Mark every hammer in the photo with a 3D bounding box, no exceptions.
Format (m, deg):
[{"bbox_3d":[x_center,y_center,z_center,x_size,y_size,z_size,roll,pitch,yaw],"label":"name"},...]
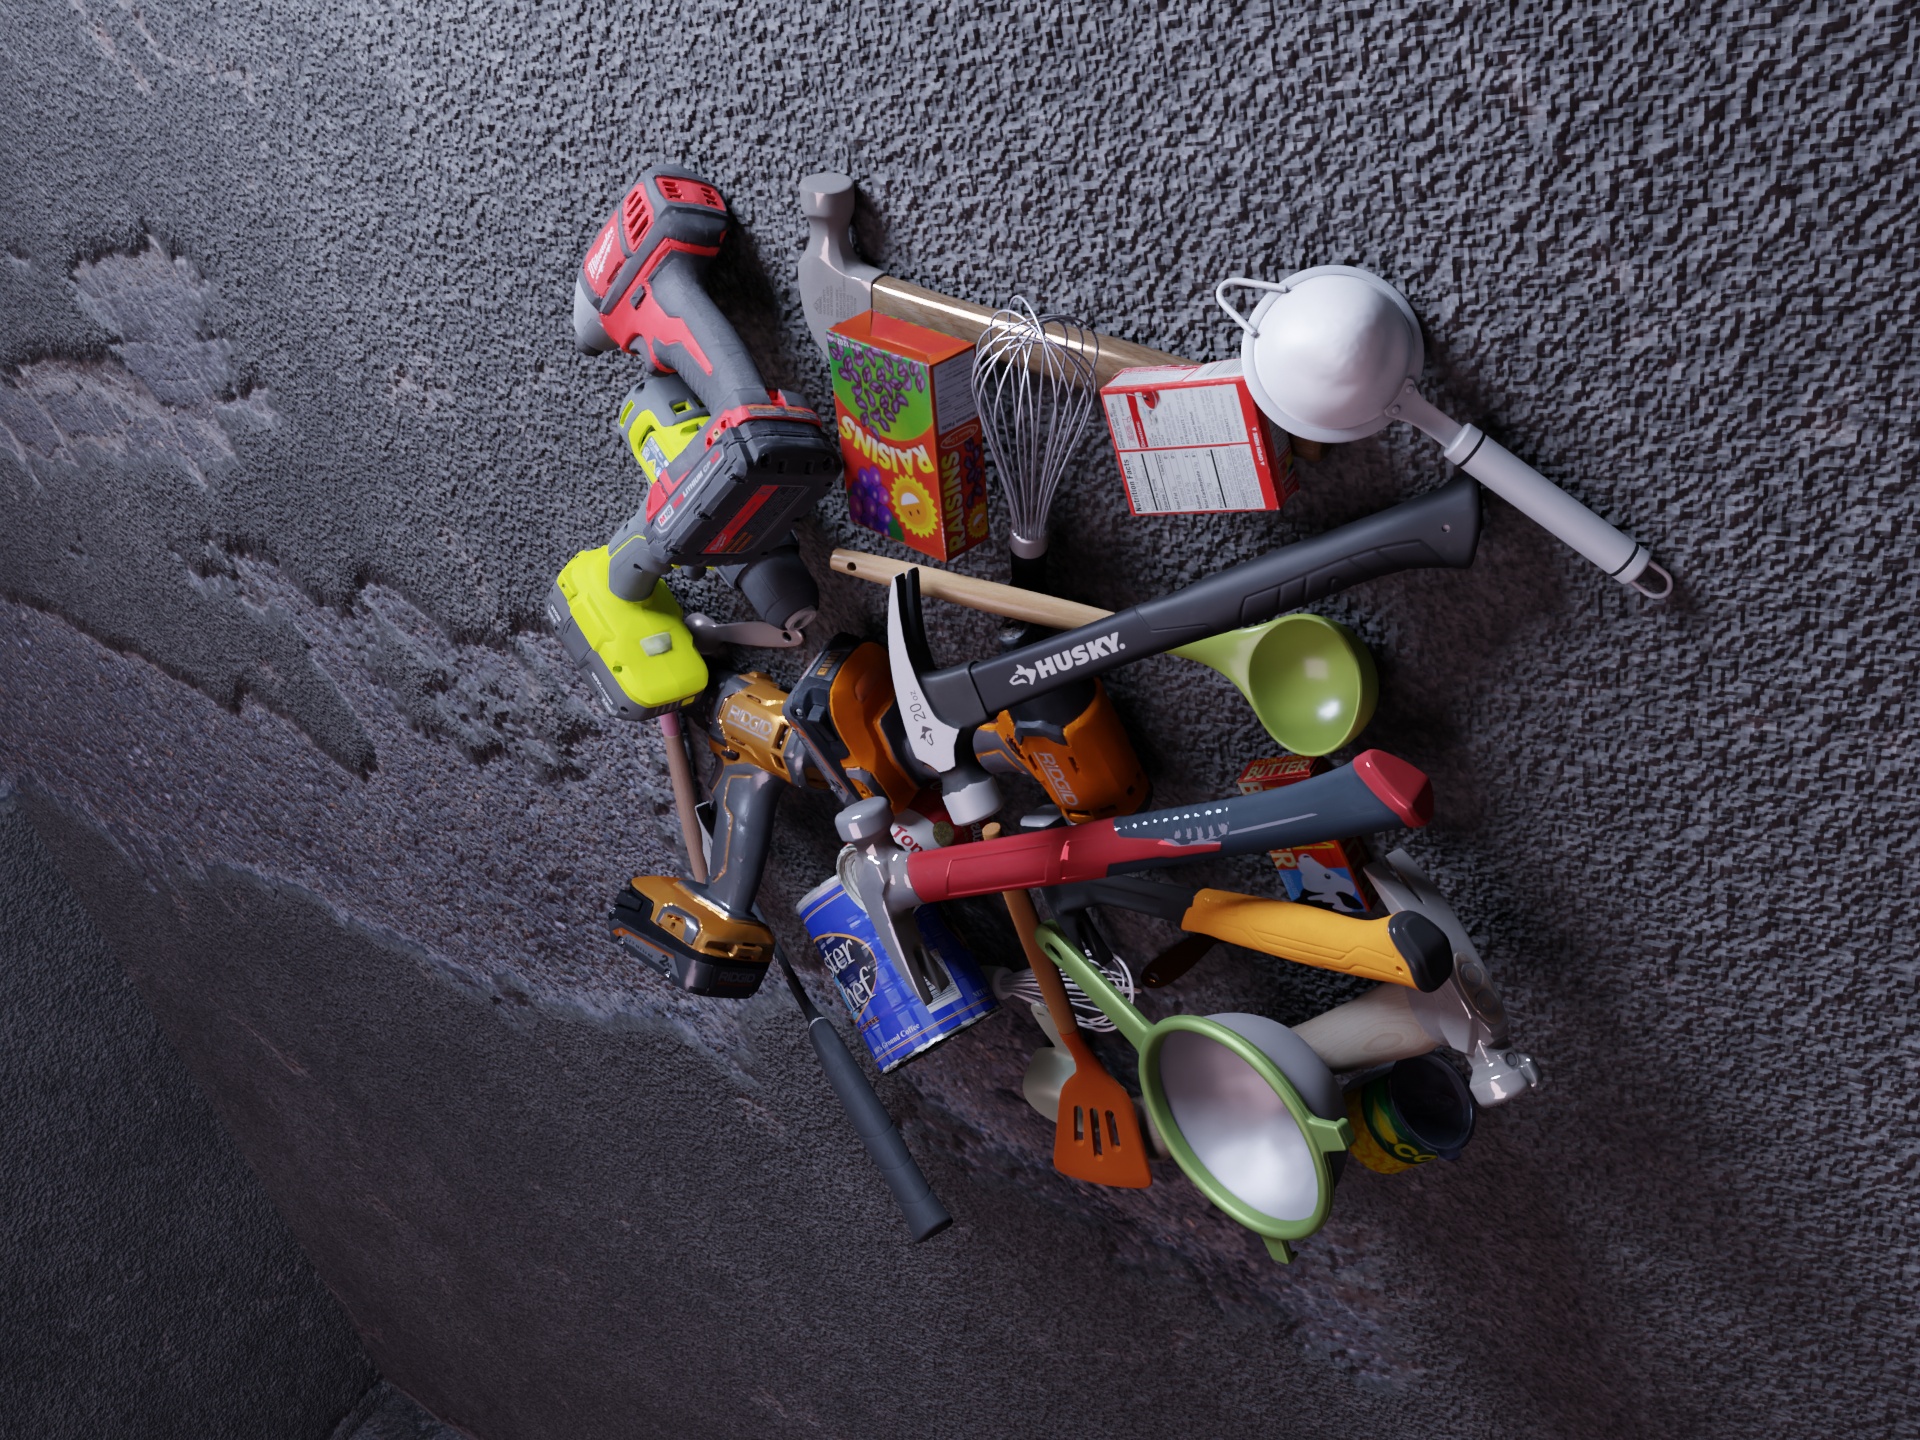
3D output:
[{"bbox_3d":[0.112,-0.059,0.843,0.335,0.035,0.146,-20,97,24],"label":"hammer"},{"bbox_3d":[0.200,0.216,1.038,0.146,0.038,0.410,63,149,13],"label":"hammer"},{"bbox_3d":[0.160,0.126,0.975,0.337,0.034,0.127,4,119,56],"label":"hammer"},{"bbox_3d":[0.097,0.089,0.947,0.386,0.038,0.143,-13,106,37],"label":"hammer"},{"bbox_3d":[0.049,-0.201,0.873,0.331,0.031,0.130,23,135,25],"label":"hammer"},{"bbox_3d":[-0.113,0.222,1.213,0.409,0.036,0.149,53,157,37],"label":"hammer"}]

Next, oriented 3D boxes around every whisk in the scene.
[{"bbox_3d":[0.039,0.199,1.210,0.246,0.057,0.059,-5,84,46],"label":"whisk"},{"bbox_3d":[0.039,-0.123,0.892,0.070,0.070,0.284,30,154,18],"label":"whisk"}]

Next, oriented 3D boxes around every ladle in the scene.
[{"bbox_3d":[0.075,-0.051,0.895,0.320,0.062,0.078,15,114,10],"label":"ladle"}]

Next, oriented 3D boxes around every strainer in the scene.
[{"bbox_3d":[0.232,-0.136,0.748,0.258,0.087,0.050,35,178,-2],"label":"strainer"},{"bbox_3d":[0.151,0.202,0.993,0.257,0.069,0.151,43,145,31],"label":"strainer"}]

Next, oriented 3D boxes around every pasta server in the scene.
[{"bbox_3d":[-0.241,0.031,1.312,0.060,0.040,0.316,-119,19,-47],"label":"pasta server"}]

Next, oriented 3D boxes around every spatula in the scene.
[{"bbox_3d":[0.065,0.203,1.103,0.081,0.041,0.322,1,128,31],"label":"spatula"}]

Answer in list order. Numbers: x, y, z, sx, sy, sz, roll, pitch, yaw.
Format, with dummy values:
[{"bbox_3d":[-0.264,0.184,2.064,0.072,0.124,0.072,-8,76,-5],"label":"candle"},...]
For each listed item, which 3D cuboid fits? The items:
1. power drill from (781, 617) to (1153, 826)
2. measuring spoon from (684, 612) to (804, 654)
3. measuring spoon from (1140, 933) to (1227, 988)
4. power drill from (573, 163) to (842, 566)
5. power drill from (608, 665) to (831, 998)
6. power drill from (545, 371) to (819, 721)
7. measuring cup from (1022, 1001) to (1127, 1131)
[{"bbox_3d":[-0.002,-0.003,1.027,0.226,0.084,0.164,3,137,37],"label":"power drill"},{"bbox_3d":[-0.165,-0.061,1.184,0.124,0.018,0.034,3,124,38],"label":"measuring spoon"},{"bbox_3d":[0.155,0.161,1.101,0.021,0.011,0.117,43,144,3],"label":"measuring spoon"},{"bbox_3d":[-0.169,-0.209,0.963,0.143,0.078,0.220,-39,68,39],"label":"power drill"},{"bbox_3d":[-0.185,0.071,1.190,0.185,0.084,0.226,24,95,39],"label":"power drill"},{"bbox_3d":[-0.191,-0.099,1.096,0.191,0.080,0.228,56,136,13],"label":"power drill"},{"bbox_3d":[0.072,0.262,1.192,0.083,0.038,0.167,14,151,28],"label":"measuring cup"}]
